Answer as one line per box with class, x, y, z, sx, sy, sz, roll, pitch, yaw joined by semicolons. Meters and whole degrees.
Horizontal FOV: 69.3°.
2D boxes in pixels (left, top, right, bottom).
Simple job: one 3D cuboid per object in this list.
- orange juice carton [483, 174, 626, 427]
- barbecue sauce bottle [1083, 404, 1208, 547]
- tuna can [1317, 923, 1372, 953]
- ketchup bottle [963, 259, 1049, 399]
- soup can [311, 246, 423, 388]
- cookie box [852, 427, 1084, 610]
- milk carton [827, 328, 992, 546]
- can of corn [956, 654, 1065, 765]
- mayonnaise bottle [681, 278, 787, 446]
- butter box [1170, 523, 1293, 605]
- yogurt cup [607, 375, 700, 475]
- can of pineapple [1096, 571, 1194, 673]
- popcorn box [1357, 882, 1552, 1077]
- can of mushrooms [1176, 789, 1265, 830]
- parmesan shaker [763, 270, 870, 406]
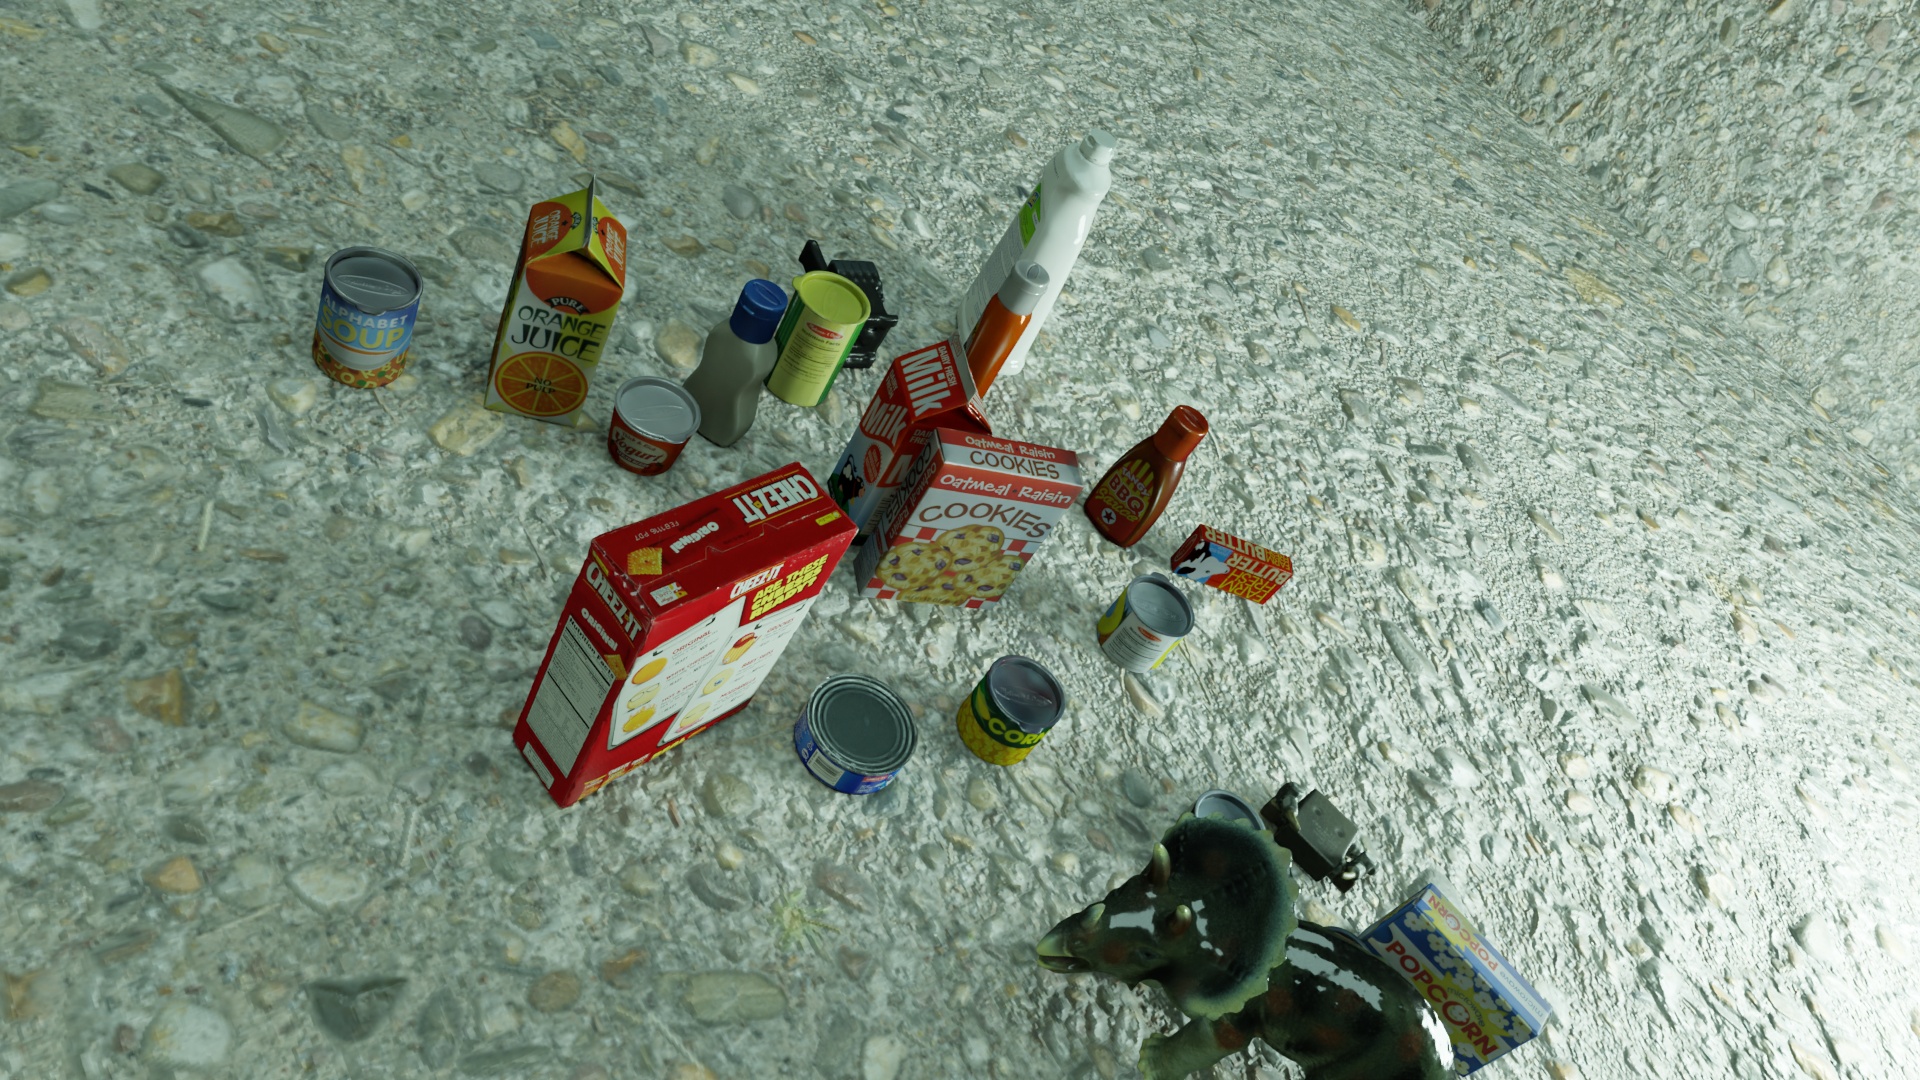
orange juice carton;-0.300;-0.180;1.043;0.073;0.191;0.072;12;46;-23
barbecue sauce bottle;0.172;-0.061;1.264;0.044;0.147;0.065;-25;67;-44
tuna can;0.282;0.329;1.055;0.071;0.032;0.071;18;44;-18
ketchup bottle;0.036;-0.197;1.305;0.043;0.148;0.065;30;42;-5
soup can;-0.437;-0.161;1.021;0.071;0.083;0.072;18;44;-18
cookie box;0.004;-0.014;1.099;0.123;0.166;0.040;8;48;-27
milk carton;-0.036;-0.079;1.118;0.073;0.189;0.072;6;48;-28
can of corn;0.038;0.133;1.065;0.071;0.058;0.071;18;44;-18
mayonnaise bottle;-0.180;-0.145;1.120;0.065;0.147;0.041;41;42;7
butter box;0.256;0.023;1.310;0.103;0.052;0.024;19;44;-16
yogurt cup;-0.245;-0.088;1.096;0.072;0.053;0.073;18;44;-18
can of pineapple;0.160;0.071;1.200;0.071;0.057;0.071;18;44;-18
popcorn box;0.374;0.337;1.066;0.127;0.084;0.038;47;43;15
can of mushrooms;0.205;0.235;1.094;0.071;0.033;0.071;18;44;-18
parmesan shaker;-0.131;-0.177;1.214;0.071;0.102;0.072;18;44;-18
